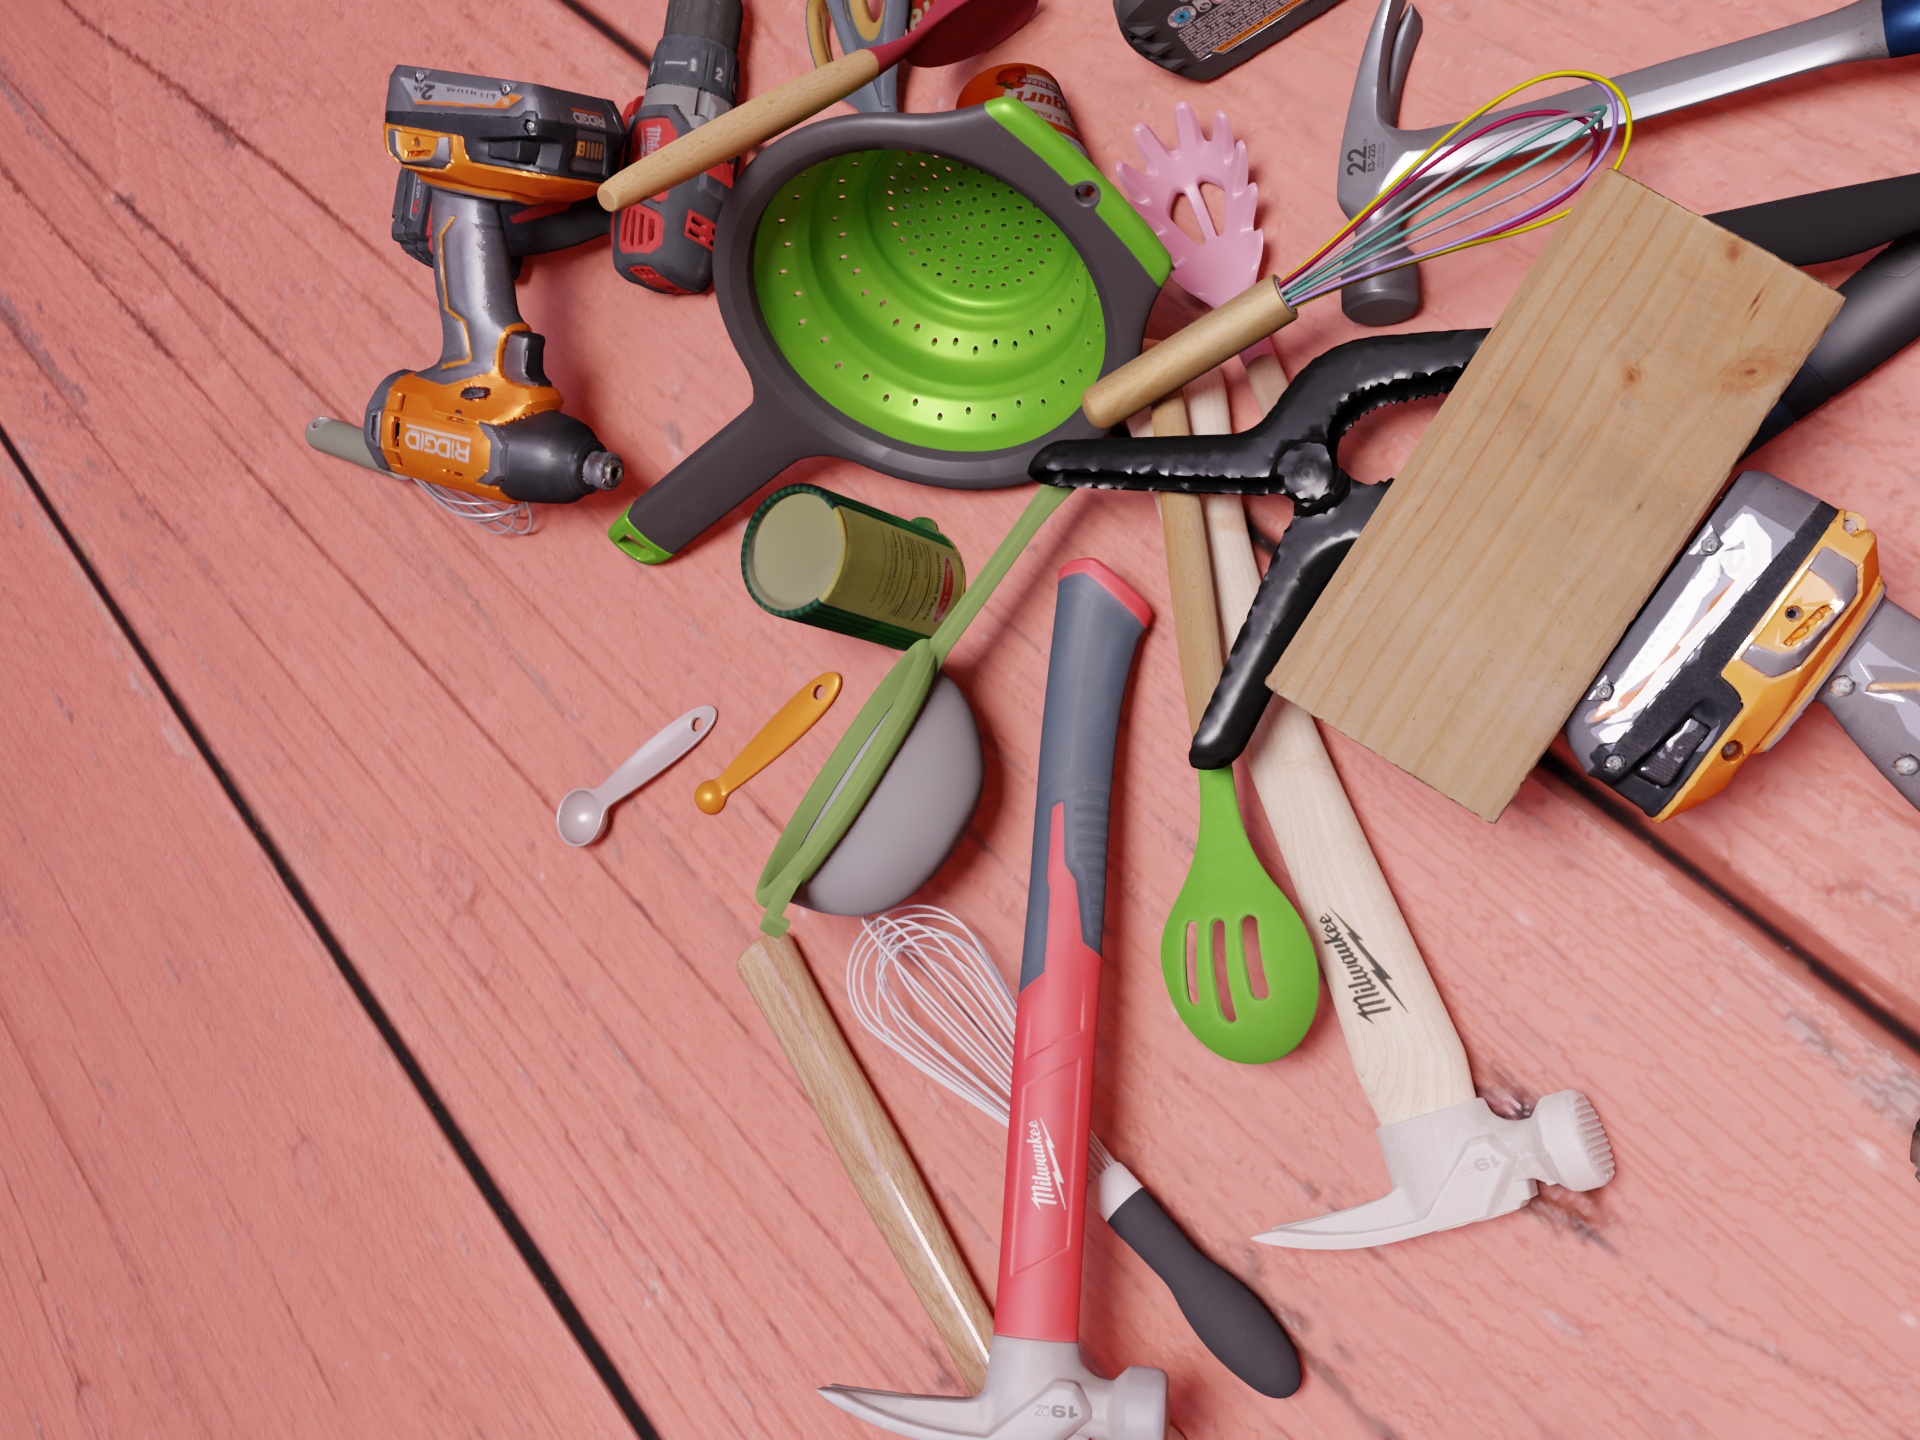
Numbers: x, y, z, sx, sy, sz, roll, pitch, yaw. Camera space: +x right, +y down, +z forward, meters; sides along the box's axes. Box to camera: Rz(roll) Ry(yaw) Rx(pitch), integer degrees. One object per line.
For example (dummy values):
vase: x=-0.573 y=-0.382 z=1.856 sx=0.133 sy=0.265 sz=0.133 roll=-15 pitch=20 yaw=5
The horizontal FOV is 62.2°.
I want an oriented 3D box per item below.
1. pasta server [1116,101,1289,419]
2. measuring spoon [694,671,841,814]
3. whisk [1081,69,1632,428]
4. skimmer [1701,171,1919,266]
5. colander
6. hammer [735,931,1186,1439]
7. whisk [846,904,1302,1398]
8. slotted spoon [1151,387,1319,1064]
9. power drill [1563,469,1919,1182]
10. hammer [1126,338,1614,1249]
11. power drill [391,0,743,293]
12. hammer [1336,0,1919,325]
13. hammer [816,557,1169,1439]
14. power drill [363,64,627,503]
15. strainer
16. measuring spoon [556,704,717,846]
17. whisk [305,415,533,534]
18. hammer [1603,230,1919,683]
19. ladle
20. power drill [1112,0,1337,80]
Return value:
pasta server: x=0.140 y=-0.139 z=0.704 sx=0.060 sy=0.040 sz=0.316 roll=-23 pitch=67 yaw=17
measuring spoon: x=-0.107 y=0.012 z=0.866 sx=0.117 sy=0.011 sz=0.021 roll=-42 pitch=64 yaw=21
whisk: x=0.154 y=-0.183 z=0.654 sx=0.245 sy=0.047 sz=0.051 roll=-27 pitch=30 yaw=29
skimmer: x=0.373 y=-0.206 z=0.501 sx=0.363 sy=0.127 sz=0.090 roll=0 pitch=125 yaw=43
colander: x=-0.059 y=-0.189 z=0.811 sx=0.397 sy=0.204 sz=0.095 roll=-26 pitch=34 yaw=44
hammer: x=-0.025 y=0.246 z=0.771 sx=0.130 sy=0.031 sz=0.332 roll=-43 pitch=63 yaw=19
whisk: x=0.048 y=0.190 z=0.723 sx=0.285 sy=0.070 sz=0.070 roll=45 pitch=107 yaw=23
slotted spoon: x=0.104 y=-0.011 z=0.688 sx=0.070 sy=0.031 sz=0.314 roll=-13 pitch=75 yaw=33
power drill: x=0.320 y=0.042 z=0.541 sx=0.226 sy=0.084 sz=0.185 roll=35 pitch=104 yaw=16
hammer: x=0.135 y=0.018 z=0.700 sx=0.146 sy=0.038 sz=0.411 roll=-27 pitch=69 yaw=28
power drill: x=-0.227 y=-0.351 z=0.957 sx=0.227 sy=0.080 sz=0.188 roll=8 pitch=88 yaw=30
hammer: x=0.331 y=-0.261 z=0.591 sx=0.405 sy=0.035 sz=0.144 roll=-5 pitch=80 yaw=38
hammer: x=0.029 y=0.112 z=0.702 sx=0.143 sy=0.038 sz=0.386 roll=2 pitch=72 yaw=10
power drill: x=-0.249 y=-0.233 z=0.884 sx=0.164 sy=0.084 sz=0.226 roll=17 pitch=109 yaw=23
strainer: x=-0.001 y=-0.002 z=0.758 sx=0.069 sy=0.151 sz=0.256 roll=35 pitch=98 yaw=-8
measuring spoon: x=-0.182 y=0.031 z=0.913 sx=0.124 sy=0.018 sz=0.034 roll=-37 pitch=66 yaw=15
whisk: x=-0.354 y=-0.165 z=1.030 sx=0.246 sy=0.059 sz=0.058 roll=21 pitch=51 yaw=36
hammer: x=0.320 y=-0.134 z=0.606 sx=0.331 sy=0.033 sz=0.128 roll=-42 pitch=63 yaw=21
ladle: x=-0.058 y=-0.291 z=0.729 sx=0.031 sy=0.315 sz=0.069 roll=51 pitch=138 yaw=-9
power drill: x=0.125 y=-0.442 z=0.748 sx=0.190 sy=0.080 sz=0.229 roll=-24 pitch=69 yaw=28
